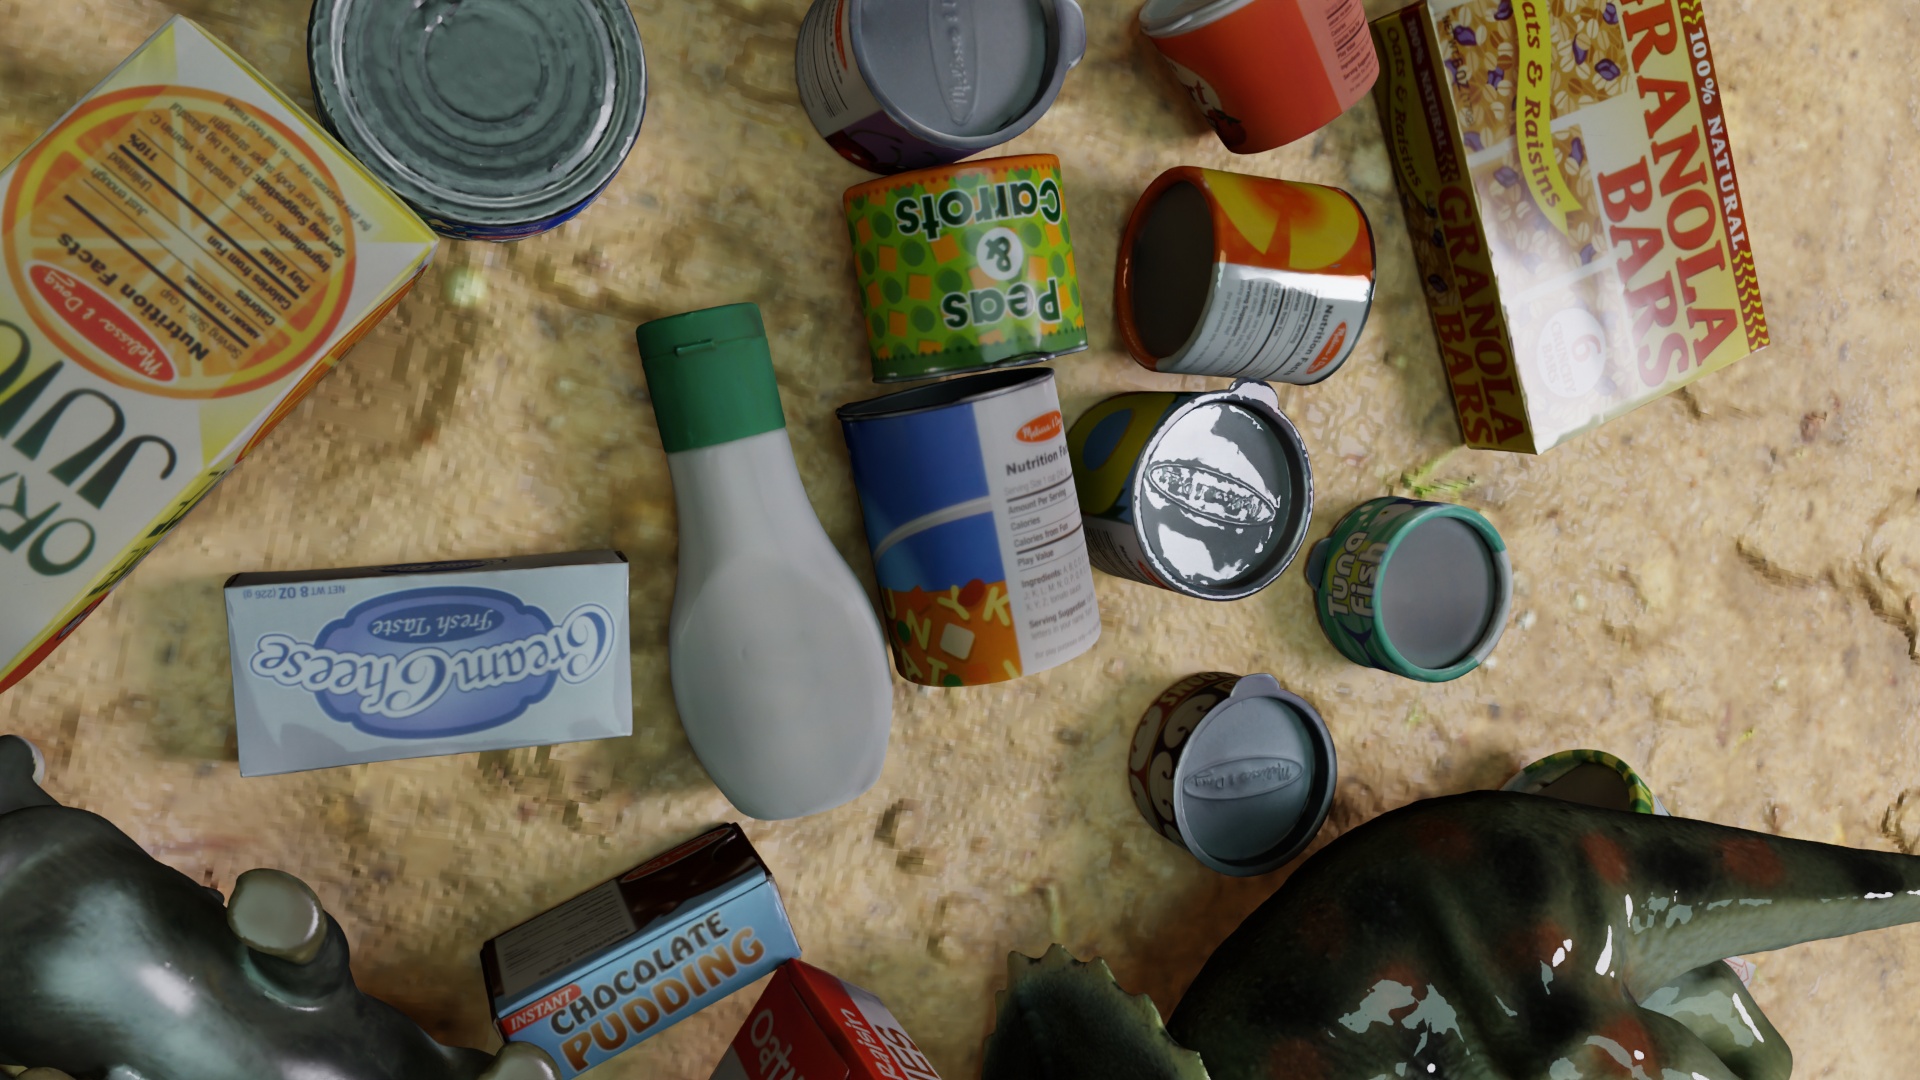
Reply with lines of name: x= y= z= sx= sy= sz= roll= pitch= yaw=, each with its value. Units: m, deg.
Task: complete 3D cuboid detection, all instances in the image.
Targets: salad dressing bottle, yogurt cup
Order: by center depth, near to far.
salad dressing bottle: x=-0.060 y=0.006 z=0.410 sx=0.064 sy=0.044 sz=0.147 roll=-12 pitch=98 yaw=-1
yogurt cup: x=0.099 y=-0.163 z=0.449 sx=0.072 sy=0.072 sz=0.053 roll=-42 pitch=117 yaw=-13

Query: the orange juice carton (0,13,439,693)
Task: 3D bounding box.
orange juice carton: x=-0.219 y=-0.025 z=0.327 sx=0.073 sy=0.072 sz=0.193 roll=44 pitch=79 yaw=-20

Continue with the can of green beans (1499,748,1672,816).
can of green beans: x=0.244 y=0.123 z=0.534 sx=0.057 sy=0.071 sz=0.071 roll=44 pitch=79 yaw=-20

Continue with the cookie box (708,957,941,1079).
cookie box: x=-0.052 y=0.214 z=0.352 sx=0.040 sy=0.123 sz=0.167 roll=32 pitch=90 yaw=-35

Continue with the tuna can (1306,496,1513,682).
tuna can: x=0.165 y=0.017 z=0.509 sx=0.071 sy=0.033 sz=0.071 roll=-3 pitch=96 yaw=-22

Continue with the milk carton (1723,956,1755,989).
milk carton: x=0.257 y=0.246 z=0.548 sx=0.072 sy=0.073 sz=0.190 roll=26 pitch=85 yaw=-22

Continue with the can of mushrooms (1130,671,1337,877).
can of mushrooms: x=0.095 y=0.078 z=0.487 sx=0.071 sy=0.033 sz=0.071 roll=-2 pitch=97 yaw=-21

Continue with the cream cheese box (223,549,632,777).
cream cheese box: x=-0.145 y=0.033 z=0.389 sx=0.104 sy=0.024 sz=0.053 roll=-4 pitch=98 yaw=-22

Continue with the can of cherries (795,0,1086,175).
can of cherries: x=-0.007 y=-0.143 z=0.409 sx=0.071 sy=0.058 sz=0.071 roll=-2 pitch=95 yaw=-22

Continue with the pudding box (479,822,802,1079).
pudding box: x=-0.093 y=0.119 z=0.405 sx=0.084 sy=0.049 sz=0.030 roll=-25 pitch=106 yaw=-18

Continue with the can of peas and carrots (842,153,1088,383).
can of peas and carrots: x=0.002 y=-0.080 z=0.412 sx=0.071 sy=0.071 sz=0.058 roll=-13 pitch=100 yaw=-20

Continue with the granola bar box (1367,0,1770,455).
granola bar box: x=0.227 y=-0.130 z=0.517 sx=0.124 sy=0.039 sz=0.165 roll=-23 pitch=103 yaw=-18

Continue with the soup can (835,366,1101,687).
soup can: x=0.002 y=-0.005 z=0.425 sx=0.071 sy=0.071 sz=0.083 roll=-16 pitch=102 yaw=-20

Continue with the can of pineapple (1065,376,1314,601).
can of pineapple: x=0.072 y=-0.018 z=0.454 sx=0.071 sy=0.058 sz=0.071 roll=-3 pitch=97 yaw=-22

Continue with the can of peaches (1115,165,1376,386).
can of peaches: x=0.090 y=-0.087 z=0.452 sx=0.058 sy=0.071 sz=0.071 roll=2 pitch=95 yaw=-22
